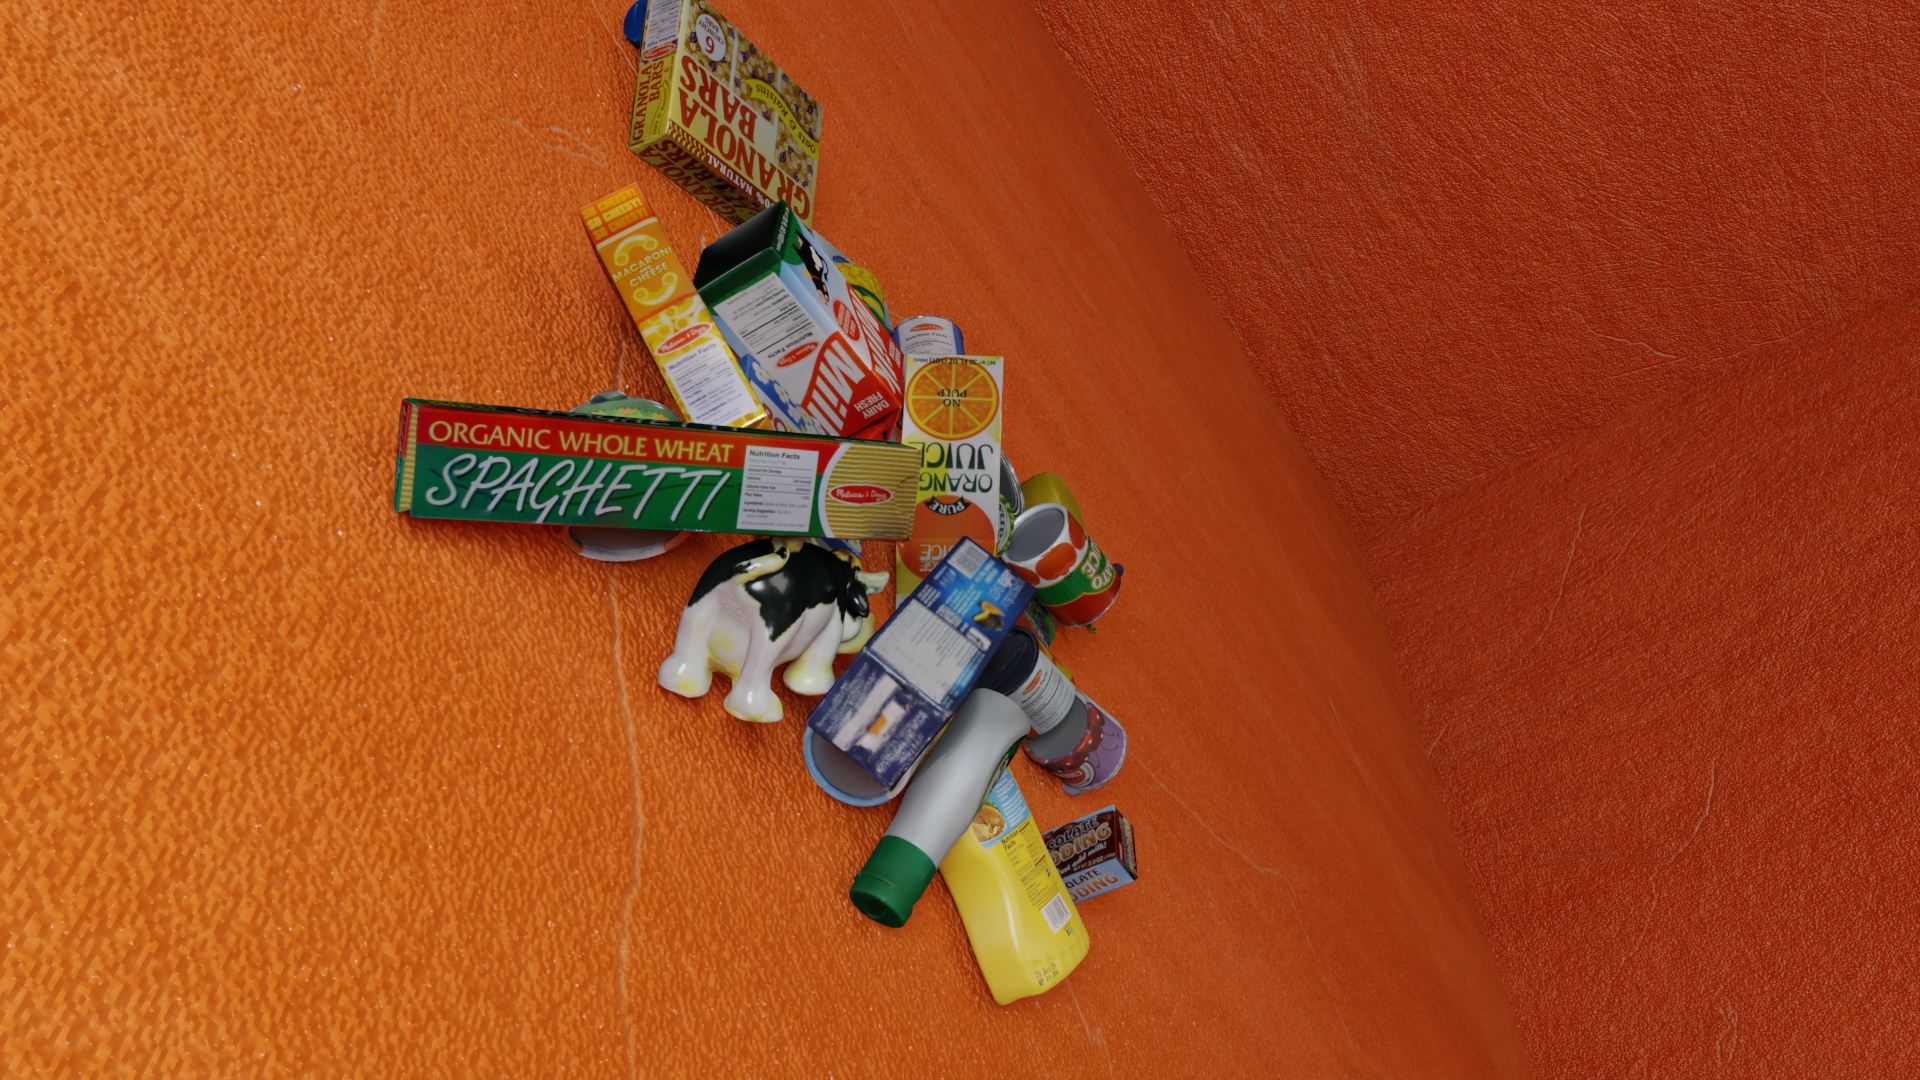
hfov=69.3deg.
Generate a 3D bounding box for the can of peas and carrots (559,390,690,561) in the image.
[{"bbox_3d":[-0.169,-0.031,0.697,0.071,0.071,0.059,33,37,-53],"label":"can of peas and carrots"}]

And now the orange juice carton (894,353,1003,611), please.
[{"bbox_3d":[-0.007,-0.036,1.010,0.072,0.072,0.193,89,3,-68],"label":"orange juice carton"}]

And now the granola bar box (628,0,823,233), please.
[{"bbox_3d":[-0.167,-0.302,1.013,0.165,0.039,0.124,29,59,-56],"label":"granola bar box"}]

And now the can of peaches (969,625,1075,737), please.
[{"bbox_3d":[0.044,0.106,1.048,0.058,0.071,0.071,47,26,-37],"label":"can of peaches"}]

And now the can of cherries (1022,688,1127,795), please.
[{"bbox_3d":[0.088,0.158,1.091,0.058,0.071,0.072,42,30,-45],"label":"can of cherries"}]

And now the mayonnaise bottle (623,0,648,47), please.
[{"bbox_3d":[-0.195,-0.360,1.064,0.148,0.041,0.065,26,46,-57],"label":"mayonnaise bottle"}]

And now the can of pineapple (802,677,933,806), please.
[{"bbox_3d":[-0.054,0.113,0.810,0.071,0.071,0.058,61,21,-7],"label":"can of pineapple"}]

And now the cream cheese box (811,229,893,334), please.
[{"bbox_3d":[-0.096,-0.207,1.139,0.103,0.024,0.053,31,37,-55],"label":"cream cheese box"}]

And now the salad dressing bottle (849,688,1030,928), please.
[{"bbox_3d":[-0.012,0.154,0.807,0.044,0.064,0.148,35,56,1],"label":"salad dressing bottle"}]

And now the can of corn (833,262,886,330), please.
[{"bbox_3d":[-0.090,-0.169,1.048,0.071,0.071,0.058,46,26,-40],"label":"can of corn"}]

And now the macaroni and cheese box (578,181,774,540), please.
[{"bbox_3d":[-0.146,-0.096,0.767,0.167,0.040,0.123,59,-7,22],"label":"macaroni and cheese box"}]

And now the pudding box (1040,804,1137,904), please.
[{"bbox_3d":[0.080,0.223,0.966,0.030,0.083,0.050,52,24,-28],"label":"pudding box"}]

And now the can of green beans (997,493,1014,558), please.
[{"bbox_3d":[0.002,-0.014,1.085,0.058,0.071,0.071,13,54,-65],"label":"can of green beans"}]

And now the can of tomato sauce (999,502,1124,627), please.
[{"bbox_3d":[0.082,0.018,1.120,0.083,0.071,0.071,48,26,-34],"label":"can of tomato sauce"}]

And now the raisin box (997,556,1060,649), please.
[{"bbox_3d":[0.050,0.043,1.172,0.086,0.040,0.124,59,22,-9],"label":"raisin box"}]

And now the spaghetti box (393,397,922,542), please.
[{"bbox_3d":[-0.133,-0.031,0.651,0.250,0.029,0.050,3,99,-33],"label":"spaghetti box"}]

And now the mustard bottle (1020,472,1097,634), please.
[{"bbox_3d":[0.097,0.016,1.301,0.065,0.048,0.161,27,42,-57],"label":"mustard bottle"}]

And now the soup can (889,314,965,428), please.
[{"bbox_3d":[-0.025,-0.135,1.167,0.071,0.071,0.084,42,30,-45],"label":"soup can"}]

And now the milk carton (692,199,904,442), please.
[{"bbox_3d":[-0.099,-0.135,0.978,0.190,0.073,0.073,50,24,-32],"label":"milk carton"}]

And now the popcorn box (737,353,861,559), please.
[{"bbox_3d":[-0.113,-0.046,0.892,0.126,0.038,0.085,47,27,-37],"label":"popcorn box"}]
